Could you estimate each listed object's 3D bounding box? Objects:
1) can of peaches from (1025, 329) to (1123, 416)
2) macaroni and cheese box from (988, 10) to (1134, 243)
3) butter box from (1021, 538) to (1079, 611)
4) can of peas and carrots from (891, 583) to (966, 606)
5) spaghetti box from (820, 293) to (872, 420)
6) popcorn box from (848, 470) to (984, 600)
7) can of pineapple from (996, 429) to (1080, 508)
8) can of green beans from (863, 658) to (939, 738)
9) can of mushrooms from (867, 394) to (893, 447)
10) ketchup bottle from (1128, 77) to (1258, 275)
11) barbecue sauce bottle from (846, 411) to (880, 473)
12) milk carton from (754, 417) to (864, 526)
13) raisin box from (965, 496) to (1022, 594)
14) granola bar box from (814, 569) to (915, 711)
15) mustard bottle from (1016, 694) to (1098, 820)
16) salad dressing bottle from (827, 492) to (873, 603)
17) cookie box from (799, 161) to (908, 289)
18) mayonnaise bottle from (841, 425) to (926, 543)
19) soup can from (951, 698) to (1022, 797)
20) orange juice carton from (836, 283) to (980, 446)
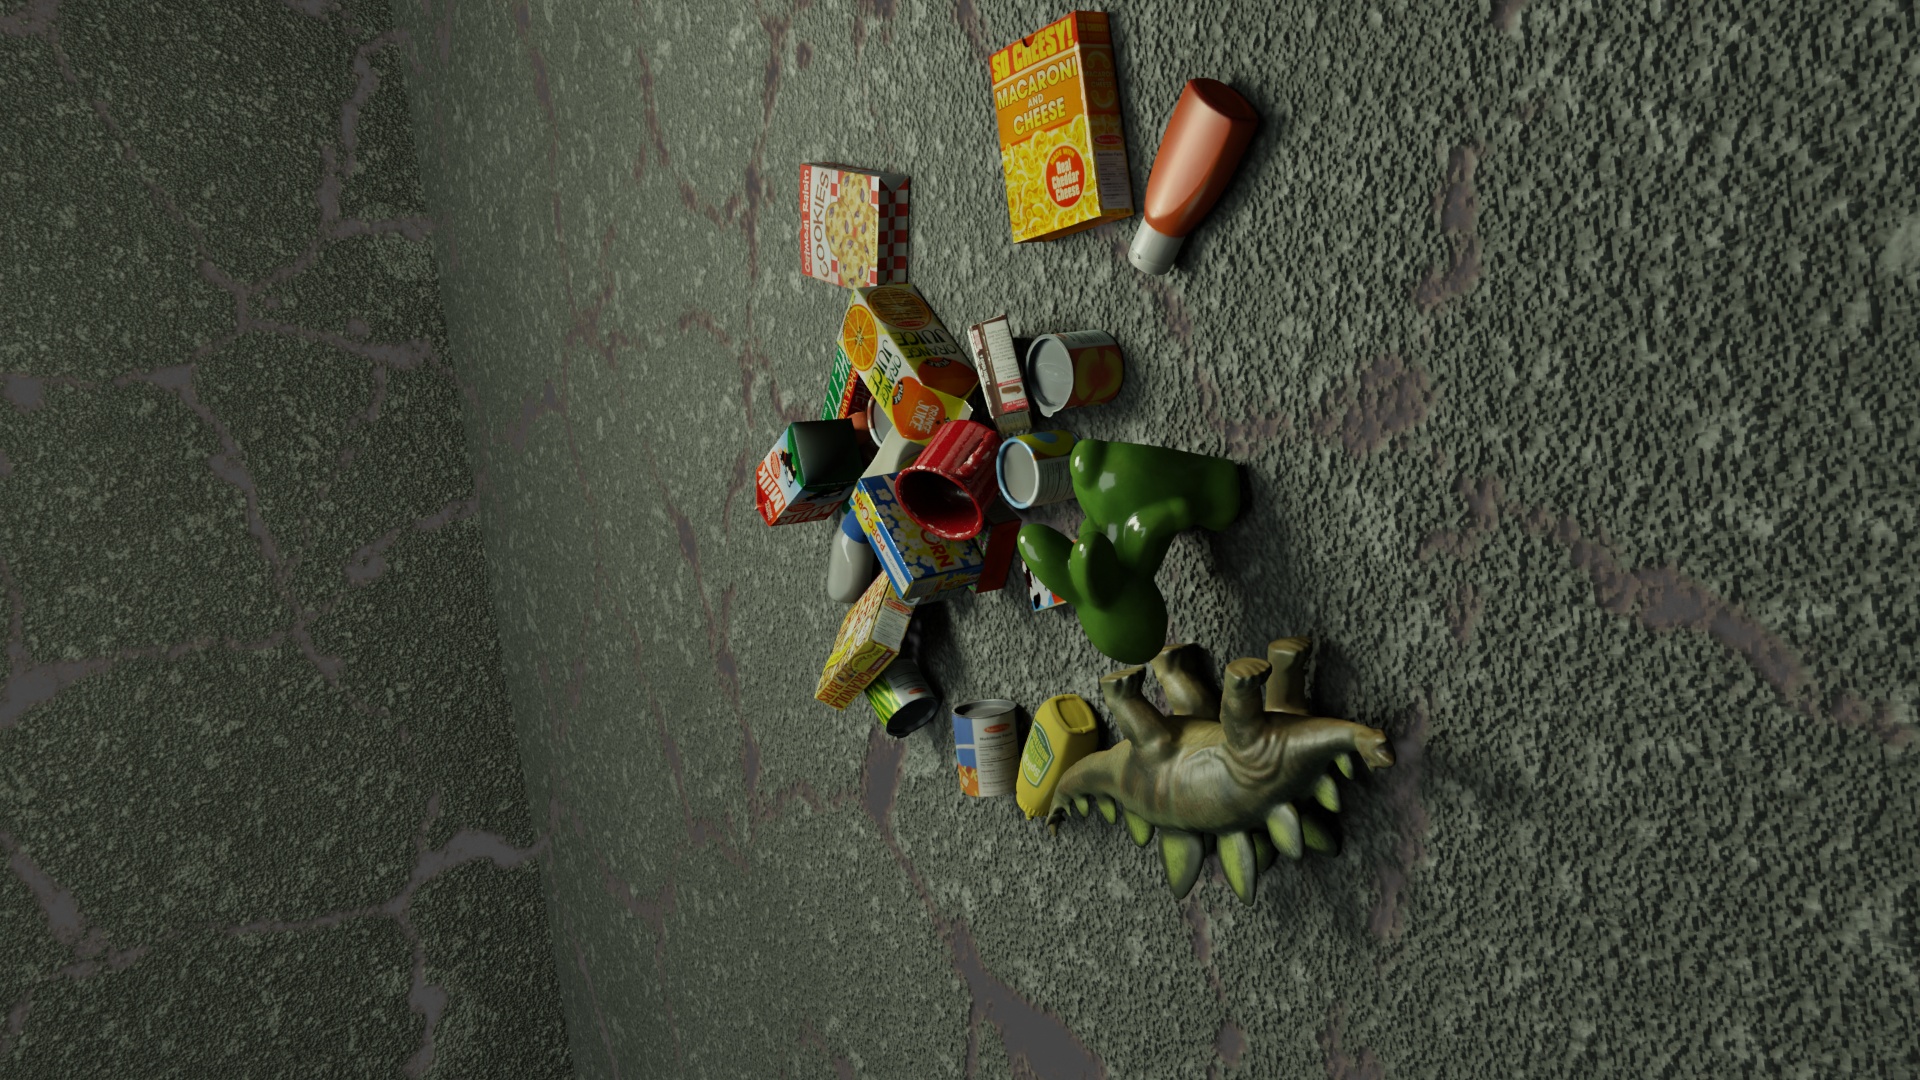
[{"bbox_3d":[0.098,-0.145,1.198,0.071,0.058,0.071,23,118,52],"label":"can of peaches"},{"bbox_3d":[0.083,-0.346,1.178,0.123,0.040,0.166,-2,97,56],"label":"macaroni and cheese box"},{"bbox_3d":[0.098,0.030,1.280,0.103,0.024,0.053,-24,79,57],"label":"butter box"},{"bbox_3d":[-0.034,0.030,1.450,0.071,0.059,0.070,21,116,53],"label":"can of peas and carrots"},{"bbox_3d":[-0.125,-0.163,1.561,0.050,0.029,0.248,51,138,35],"label":"spaghetti box"},{"bbox_3d":[-0.043,-0.008,1.354,0.127,0.085,0.038,60,143,25],"label":"popcorn box"},{"bbox_3d":[0.073,-0.066,1.259,0.071,0.058,0.070,23,118,53],"label":"can of pineapple"},{"bbox_3d":[-0.066,0.173,1.532,0.058,0.071,0.071,56,141,32],"label":"can of green beans"},{"bbox_3d":[-0.069,-0.132,1.481,0.071,0.033,0.070,23,118,53],"label":"can of mushrooms"},{"bbox_3d":[0.171,-0.273,1.062,0.065,0.044,0.148,57,141,32],"label":"ketchup bottle"},{"bbox_3d":[-0.089,-0.070,1.520,0.064,0.044,0.149,-43,63,45],"label":"barbecue sauce bottle"},{"bbox_3d":[-0.175,-0.068,1.555,0.190,0.072,0.073,141,118,-62],"label":"milk carton"},{"bbox_3d":[0.005,-0.017,1.395,0.124,0.040,0.085,45,135,39],"label":"raisin box"},{"bbox_3d":[-0.098,0.100,1.523,0.164,0.039,0.125,-48,18,51],"label":"granola bar box"},{"bbox_3d":[0.085,0.219,1.328,0.065,0.049,0.159,-118,35,-44],"label":"mustard bottle"},{"bbox_3d":[-0.122,-0.001,1.590,0.064,0.044,0.147,44,132,49],"label":"salad dressing bottle"},{"bbox_3d":[-0.117,-0.336,1.488,0.168,0.040,0.122,28,122,51],"label":"cookie box"},{"bbox_3d":[-0.073,-0.062,1.445,0.041,0.065,0.147,50,119,30],"label":"mayonnaise bottle"},{"bbox_3d":[0.027,0.208,1.402,0.071,0.071,0.083,6,104,56],"label":"soup can"},{"bbox_3d":[-0.045,-0.170,1.395,0.193,0.073,0.071,56,140,30],"label":"orange juice carton"}]
